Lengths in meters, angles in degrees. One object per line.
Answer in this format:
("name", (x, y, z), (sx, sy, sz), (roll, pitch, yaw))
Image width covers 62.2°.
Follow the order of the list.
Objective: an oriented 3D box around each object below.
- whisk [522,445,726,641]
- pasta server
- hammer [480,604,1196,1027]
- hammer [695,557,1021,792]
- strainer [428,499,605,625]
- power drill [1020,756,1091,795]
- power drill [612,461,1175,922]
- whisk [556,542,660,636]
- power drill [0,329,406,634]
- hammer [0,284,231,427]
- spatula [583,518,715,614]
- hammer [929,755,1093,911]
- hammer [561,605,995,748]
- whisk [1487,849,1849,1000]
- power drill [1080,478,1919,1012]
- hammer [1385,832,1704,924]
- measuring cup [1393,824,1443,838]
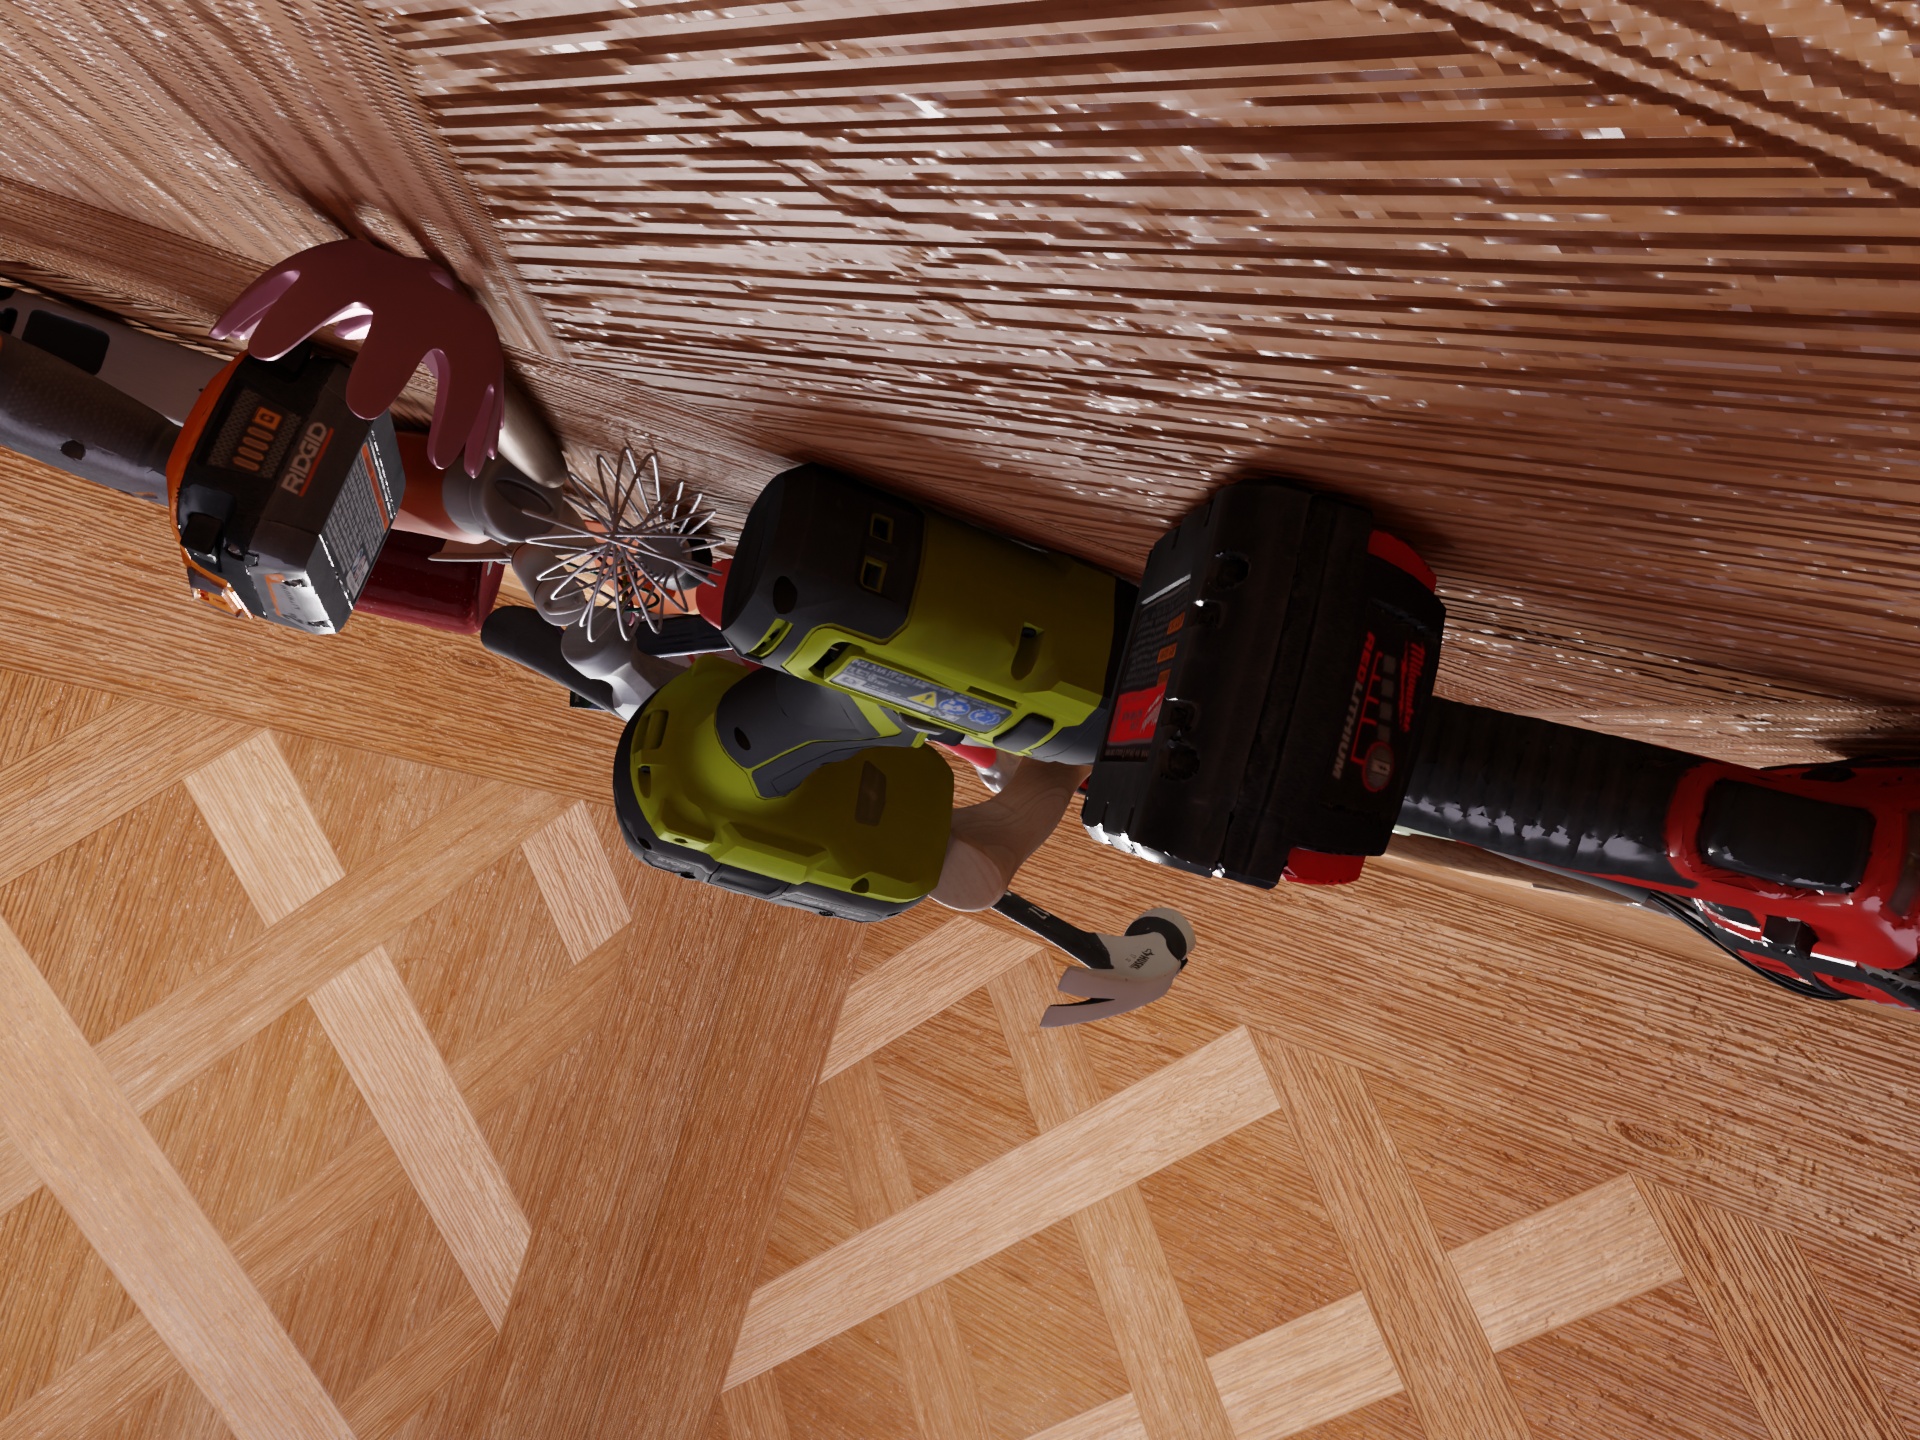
("whisk", (-0.126, -0.069, 0.651), (0.070, 0.070, 0.284), (18, -177, -6))
("pasta server", (-0.144, -0.088, 0.475), (0.060, 0.040, 0.316), (30, 177, -8))
("hammer", (-0.079, 0.039, 0.811), (0.409, 0.036, 0.149), (27, -166, 16))
("hammer", (-0.057, -0.030, 1.005), (0.143, 0.038, 0.386), (48, -173, 28))
("strainer", (-0.192, -0.075, 0.715), (0.087, 0.050, 0.259), (-7, -163, -20))
("power drill", (0.129, 0.047, 1.306), (0.219, 0.078, 0.143), (22, 176, -32))
("power drill", (-0.023, 0.004, 0.564), (0.171, 0.080, 0.223), (19, 153, -21))
("whisk", (-0.230, -0.092, 0.897), (0.051, 0.047, 0.245), (-21, -153, -25))
("power drill", (-0.318, -0.115, 0.546), (0.226, 0.084, 0.164), (22, 165, -10))
("hammer", (-0.376, -0.151, 0.789), (0.146, 0.035, 0.335), (19, 178, -10))
("spatula", (-0.185, -0.089, 1.026), (0.081, 0.041, 0.322), (19, -178, -4))
("hammer", (0.050, 0.043, 0.860), (0.146, 0.038, 0.410), (26, -168, 7))
("hammer", (-0.001, -0.002, 0.669), (0.331, 0.033, 0.128), (3, 154, 25))
("whisk", (0.345, 0.082, 0.798), (0.239, 0.055, 0.055), (21, 179, 21))
("power drill", (0.151, 0.018, 0.340), (0.226, 0.080, 0.188), (15, 178, -2))
("hammer", (0.290, 0.073, 0.899), (0.331, 0.031, 0.130), (13, -179, -22))
("measuring cup", (0.210, 0.032, 0.731), (0.083, 0.038, 0.168), (19, 175, -36))
